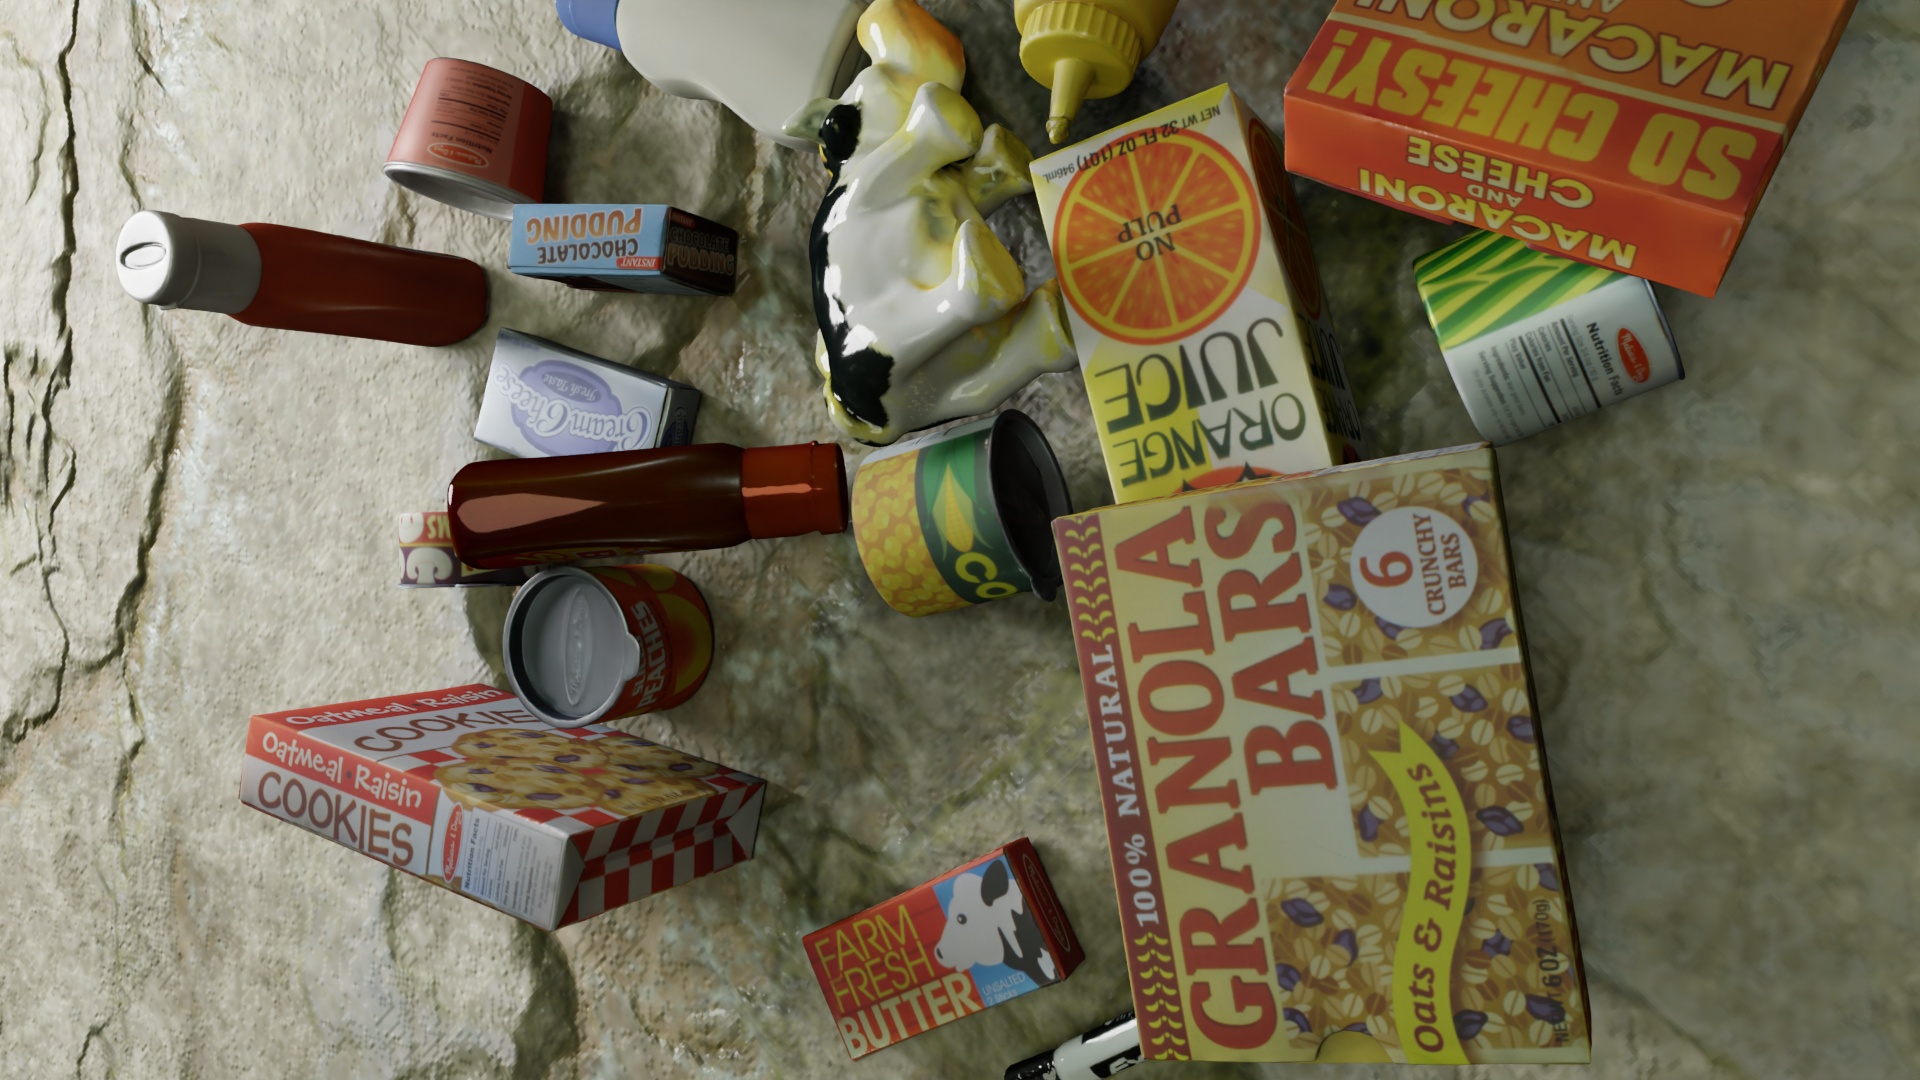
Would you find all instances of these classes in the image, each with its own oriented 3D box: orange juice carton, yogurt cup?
[{"bbox_3d":[0.089,-0.041,0.462,0.071,0.073,0.192,-16,84,25],"label":"orange juice carton"},{"bbox_3d":[-0.214,-0.177,0.614,0.072,0.072,0.054,12,88,25],"label":"yogurt cup"}]

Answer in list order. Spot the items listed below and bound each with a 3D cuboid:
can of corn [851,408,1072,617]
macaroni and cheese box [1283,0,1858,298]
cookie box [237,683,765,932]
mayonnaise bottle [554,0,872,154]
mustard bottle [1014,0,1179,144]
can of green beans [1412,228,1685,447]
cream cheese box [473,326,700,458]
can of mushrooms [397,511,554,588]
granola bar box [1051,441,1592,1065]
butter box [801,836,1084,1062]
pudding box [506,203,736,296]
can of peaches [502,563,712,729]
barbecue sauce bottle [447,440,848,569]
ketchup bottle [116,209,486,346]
[{"bbox_3d":[0.002,-0.006,0.508,0.058,0.071,0.071,-15,84,26],"label":"can of corn"},{"bbox_3d":[0.184,-0.160,0.395,0.124,0.040,0.167,25,73,24],"label":"macaroni and cheese box"},{"bbox_3d":[-0.185,0.103,0.568,0.167,0.123,0.040,13,96,25],"label":"cookie box"},{"bbox_3d":[-0.102,-0.208,0.572,0.148,0.041,0.064,26,100,25],"label":"mayonnaise bottle"},{"bbox_3d":[0.049,-0.203,0.471,0.065,0.048,0.160,8,75,31],"label":"mustard bottle"},{"bbox_3d":[0.178,-0.068,0.423,0.057,0.071,0.071,-23,81,25],"label":"can of green beans"},{"bbox_3d":[-0.166,-0.055,0.612,0.104,0.024,0.053,20,101,24],"label":"cream cheese box"},{"bbox_3d":[-0.211,0.004,0.610,0.071,0.071,0.033,0,89,26],"label":"can of mushrooms"},{"bbox_3d":[0.102,0.063,0.399,0.124,0.039,0.165,-10,90,24],"label":"granola bar box"},{"bbox_3d":[-0.009,0.159,0.538,0.103,0.024,0.053,-29,79,23],"label":"butter box"},{"bbox_3d":[-0.143,-0.122,0.587,0.084,0.050,0.030,6,92,26],"label":"pudding box"},{"bbox_3d":[-0.145,0.043,0.585,0.071,0.058,0.071,0,90,25],"label":"can of peaches"},{"bbox_3d":[-0.120,-0.016,0.552,0.149,0.065,0.043,-5,94,1],"label":"barbecue sauce bottle"},{"bbox_3d":[-0.280,-0.111,0.598,0.064,0.149,0.043,-2,91,26],"label":"ketchup bottle"}]
